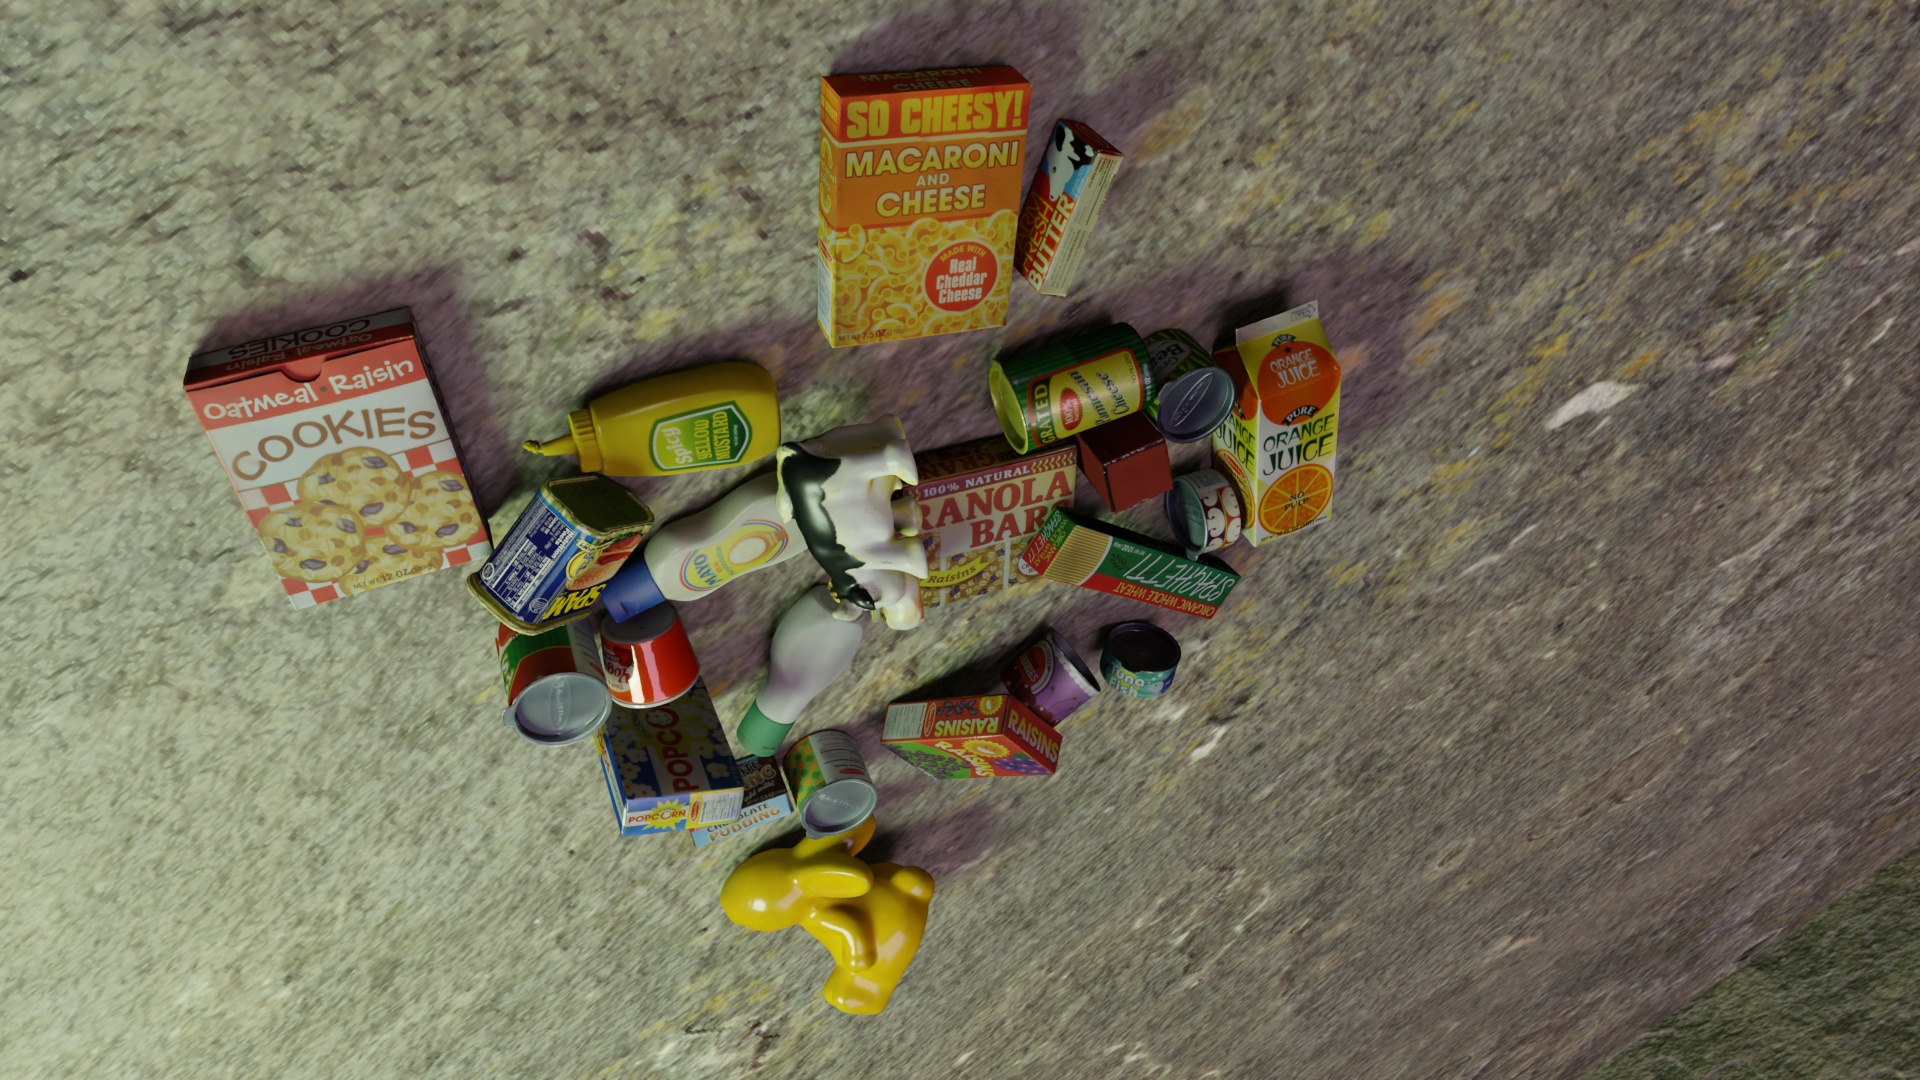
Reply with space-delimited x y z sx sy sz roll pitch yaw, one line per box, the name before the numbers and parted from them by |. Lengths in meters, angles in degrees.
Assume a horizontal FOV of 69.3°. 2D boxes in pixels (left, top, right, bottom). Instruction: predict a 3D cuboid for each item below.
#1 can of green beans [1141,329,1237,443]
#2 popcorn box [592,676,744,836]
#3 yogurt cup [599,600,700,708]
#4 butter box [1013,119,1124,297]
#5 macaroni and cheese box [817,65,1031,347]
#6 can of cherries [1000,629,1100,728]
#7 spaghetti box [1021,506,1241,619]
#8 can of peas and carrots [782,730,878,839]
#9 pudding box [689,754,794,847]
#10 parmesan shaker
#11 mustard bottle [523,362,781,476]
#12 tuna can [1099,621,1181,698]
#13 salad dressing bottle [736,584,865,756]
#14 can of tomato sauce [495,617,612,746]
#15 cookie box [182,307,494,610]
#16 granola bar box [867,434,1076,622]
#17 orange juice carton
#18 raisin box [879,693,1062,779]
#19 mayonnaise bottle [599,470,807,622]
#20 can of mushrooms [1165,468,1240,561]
can of green beans | 0.162 -0.115 1.032 0.071 0.058 0.071 -14 132 -17
popcorn box | -0.215 0.155 1.009 0.085 0.127 0.038 -3 125 -26
yogurt cup | -0.223 0.078 0.987 0.072 0.072 0.053 -16 124 -15
butter box | 0.066 -0.215 0.904 0.024 0.053 0.103 2 126 -32
macaroni and cheese box | -0.026 -0.209 0.871 0.124 0.040 0.165 -11 131 -20
can of cherries | 0.074 0.117 1.172 0.058 0.072 0.071 -39 134 8
spaghetti box | 0.145 0.022 1.123 0.250 0.029 0.050 15 114 -48
can of peas and carrots | -0.110 0.202 1.150 0.071 0.059 0.070 -14 132 -16
pudding box | -0.182 0.208 1.123 0.084 0.050 0.030 -18 134 -13
parmesan shaker | 0.079 -0.112 0.987 0.103 0.071 0.071 -21 133 -11
mustard bottle | -0.196 -0.071 0.888 0.161 0.049 0.065 -14 130 -18
tuna can | 0.154 0.104 1.199 0.071 0.071 0.032 -7 129 -23
salad dressing bottle | -0.126 0.103 1.072 0.064 0.044 0.147 13 120 -37
can of tomato sauce | -0.282 0.089 0.951 0.071 0.083 0.070 -14 131 -17
cookie box | -0.363 -0.046 0.828 0.123 0.040 0.166 -17 132 -14
granola bar box | 0.004 -0.013 1.046 0.166 0.039 0.123 -14 131 -17
orange juice carton | 0.244 -0.095 1.081 0.072 0.073 0.191 -20 132 -12
raisin box | 0.009 0.164 1.148 0.123 0.040 0.086 -9 145 34
mayonnaise bottle | -0.179 0.009 0.968 0.148 0.041 0.064 -27 136 -6
can of mushrooms | 0.195 -0.021 1.119 0.033 0.071 0.070 -16 132 -17
